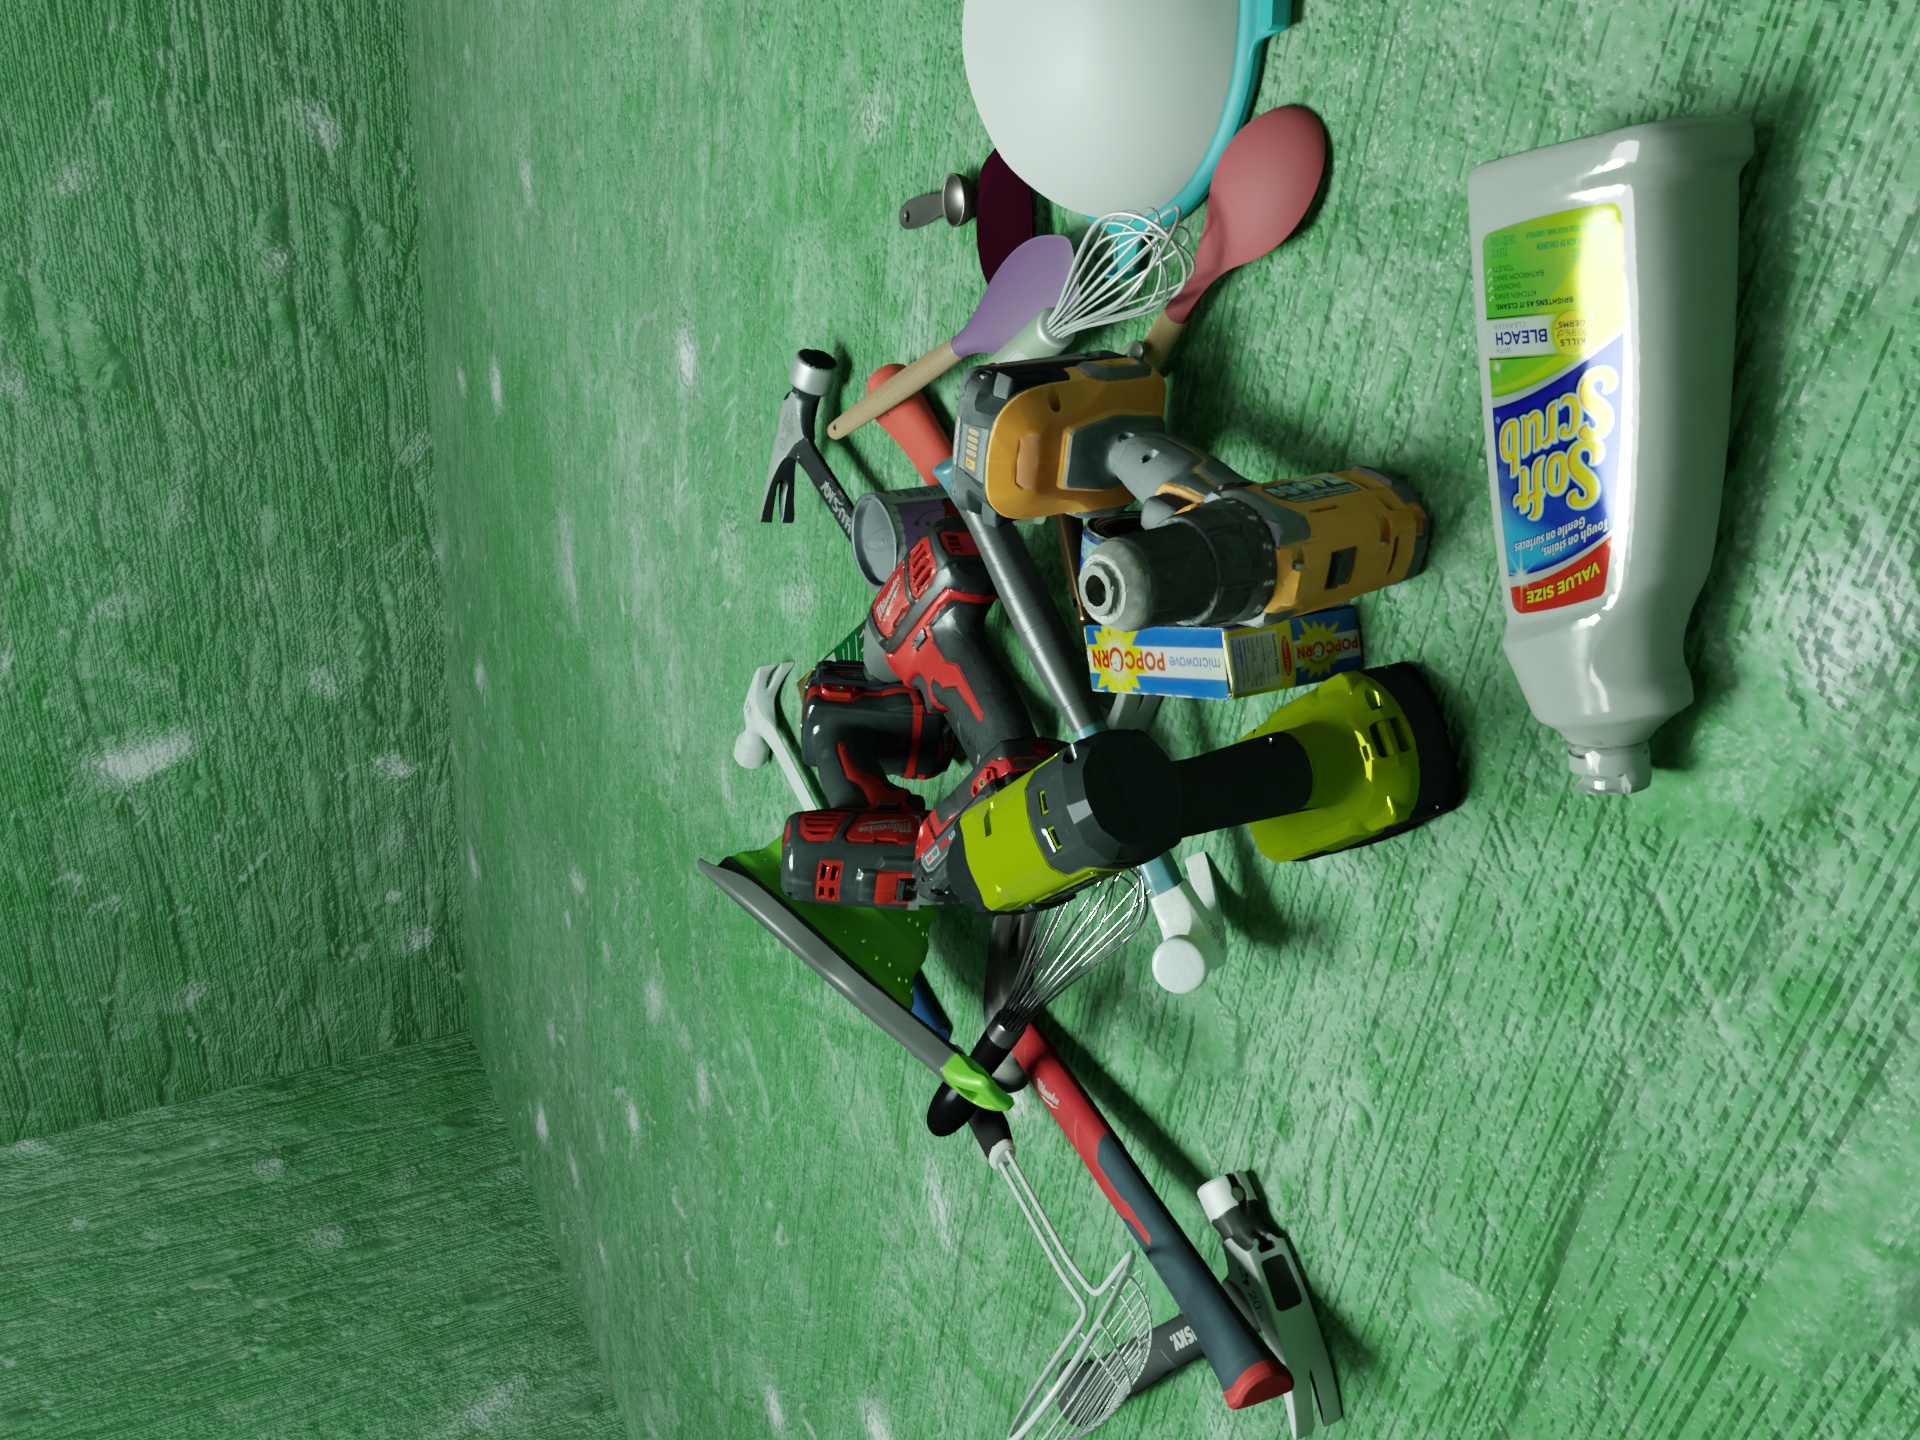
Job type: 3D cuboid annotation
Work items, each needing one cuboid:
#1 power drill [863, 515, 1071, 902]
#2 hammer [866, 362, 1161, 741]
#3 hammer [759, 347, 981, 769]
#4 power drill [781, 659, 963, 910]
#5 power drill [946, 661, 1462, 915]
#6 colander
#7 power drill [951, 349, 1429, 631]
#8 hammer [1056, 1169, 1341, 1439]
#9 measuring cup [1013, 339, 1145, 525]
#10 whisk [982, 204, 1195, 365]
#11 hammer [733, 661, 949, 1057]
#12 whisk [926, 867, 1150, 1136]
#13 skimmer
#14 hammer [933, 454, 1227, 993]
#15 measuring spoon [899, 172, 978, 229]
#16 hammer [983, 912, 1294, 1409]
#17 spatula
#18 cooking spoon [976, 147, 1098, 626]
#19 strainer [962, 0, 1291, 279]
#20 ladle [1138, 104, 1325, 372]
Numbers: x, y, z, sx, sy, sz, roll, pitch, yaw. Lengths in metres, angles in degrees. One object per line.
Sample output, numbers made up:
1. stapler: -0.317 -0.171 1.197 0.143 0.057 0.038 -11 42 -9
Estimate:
1. power drill: -0.002 -0.003 0.997 0.143 0.078 0.220 -49 50 43
2. hammer: 0.024 -0.118 1.072 0.359 0.036 0.149 62 148 29
3. hammer: -0.060 -0.105 1.175 0.409 0.036 0.149 59 139 38
4. power drill: -0.029 0.050 1.105 0.227 0.188 0.080 -98 14 -58
5. power drill: 0.109 0.040 0.761 0.171 0.223 0.080 -38 66 60
6. colander: -0.048 0.152 1.086 0.204 0.094 0.397 47 168 -28
7. power drill: 0.084 -0.108 0.773 0.226 0.185 0.084 36 131 43
8. hammer: 0.137 0.419 1.048 0.146 0.035 0.334 66 150 25
9. measuring cup: 0.048 -0.174 0.932 0.167 0.038 0.083 -38 61 52
10. whisk: 0.058 -0.224 0.898 0.059 0.057 0.246 -65 16 -19
11. hammer: -0.110 0.118 1.409 0.406 0.035 0.144 58 146 35
12. whisk: 0.046 0.179 1.032 0.070 0.070 0.284 56 129 37
13. skimmer: 0.026 0.311 1.028 0.127 0.090 0.364 -58 28 11
14. hammer: 0.067 -0.009 0.903 0.331 0.033 0.128 64 -164 6
15. measuring spoon: -0.015 -0.352 1.091 0.124 0.018 0.034 -155 58 -65
16. hammer: 0.098 0.271 1.009 0.387 0.038 0.143 -132 41 -59
17. spatula: -0.014 -0.241 1.052 0.316 0.018 0.060 -18 81 58
18. cooking spoon: 0.050 -0.211 0.982 0.069 0.017 0.319 -30 67 58
19. strainer: 0.038 -0.423 0.872 0.341 0.095 0.211 67 150 20
20. ladle: 0.110 -0.210 0.887 0.315 0.031 0.069 123 137 -55
